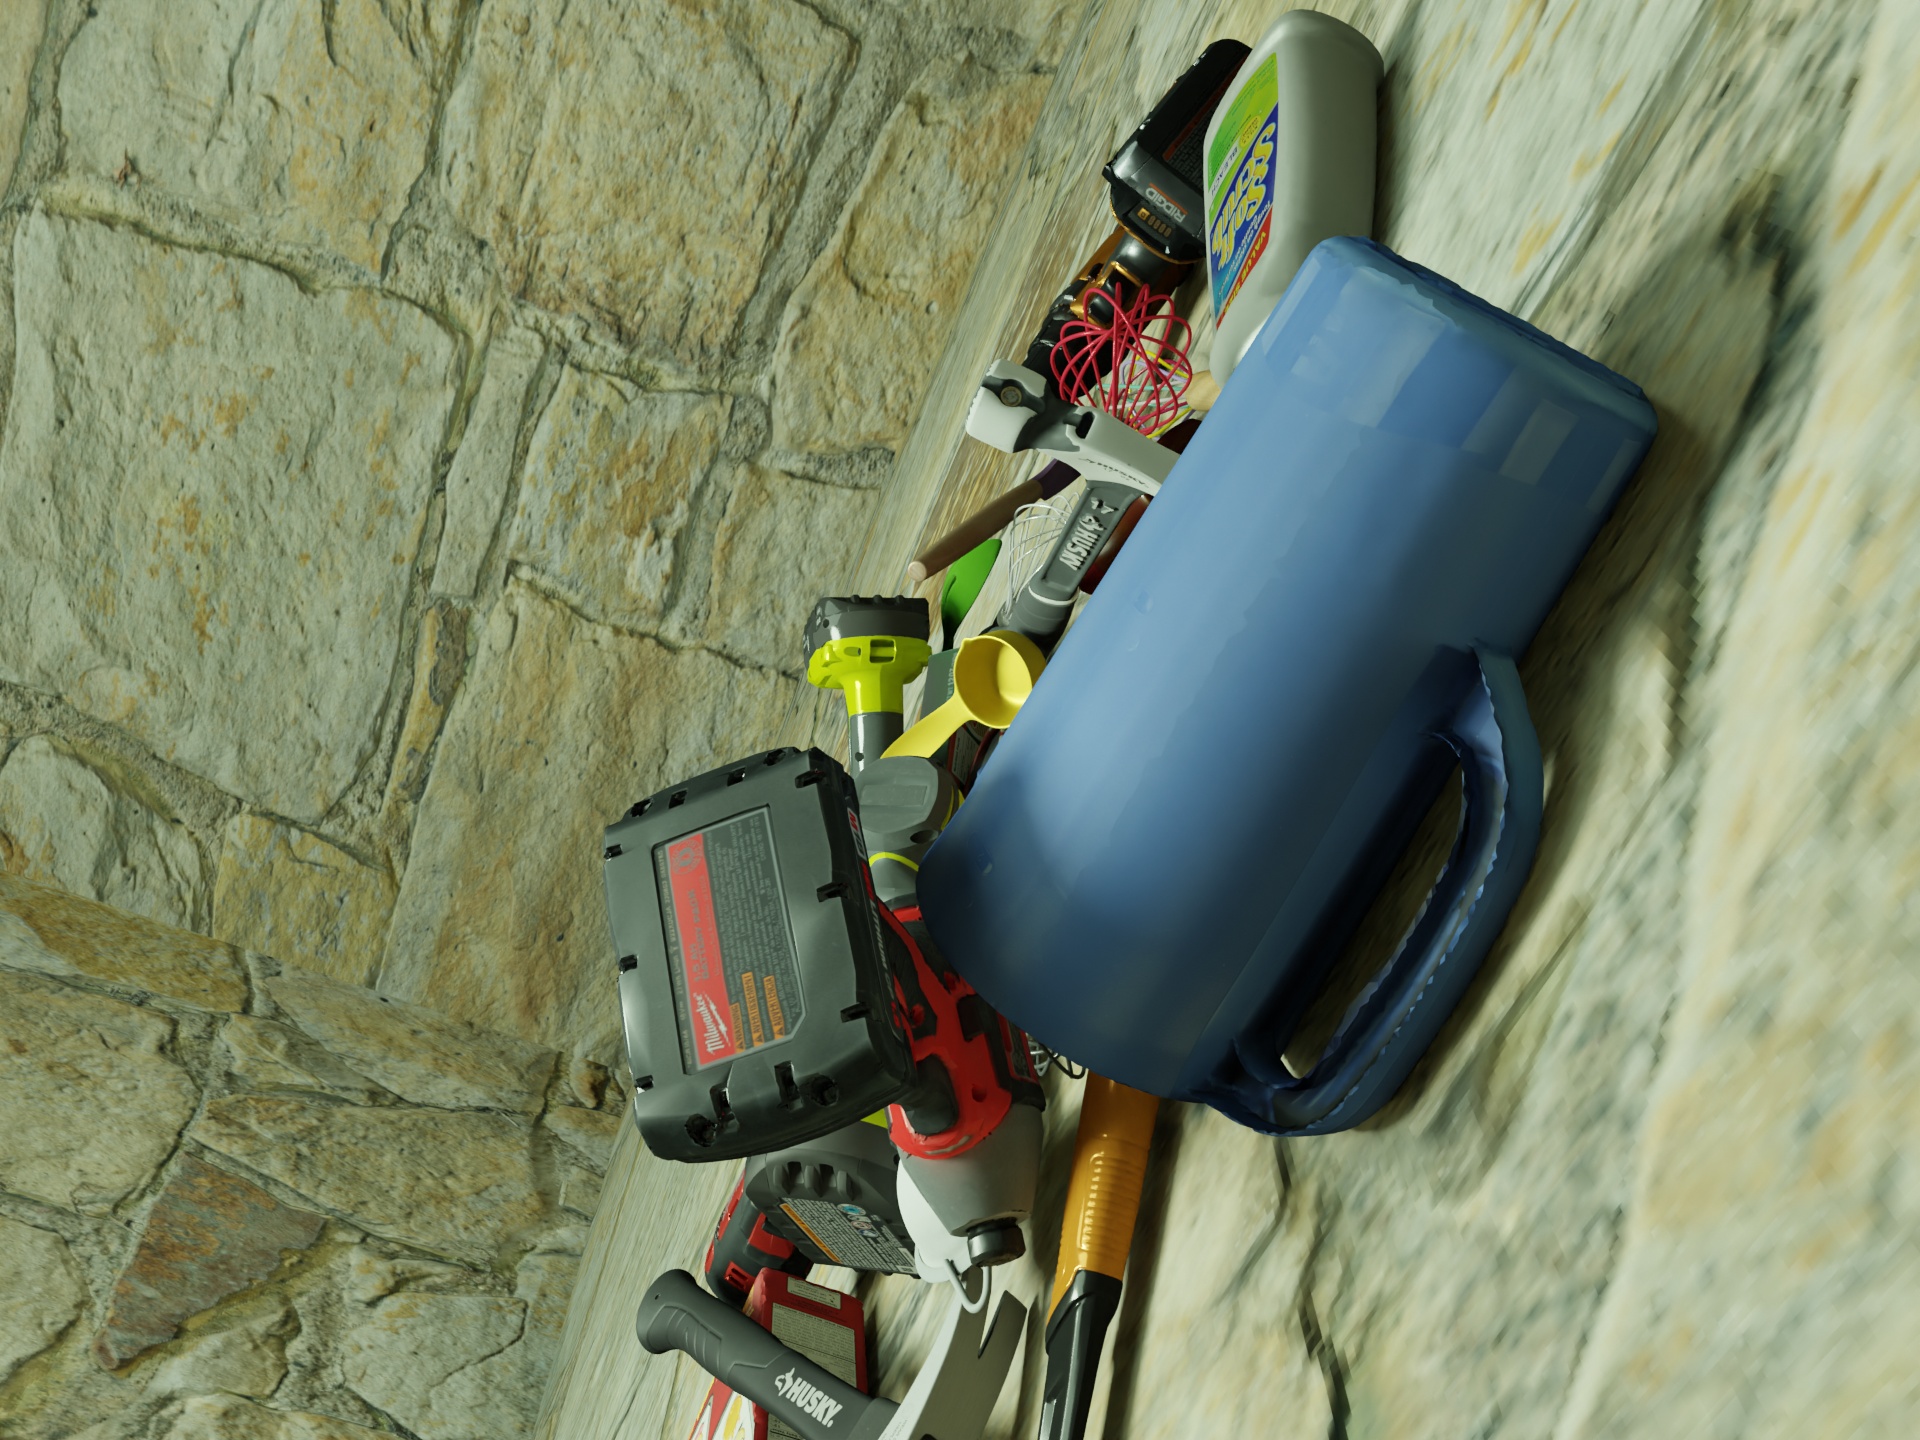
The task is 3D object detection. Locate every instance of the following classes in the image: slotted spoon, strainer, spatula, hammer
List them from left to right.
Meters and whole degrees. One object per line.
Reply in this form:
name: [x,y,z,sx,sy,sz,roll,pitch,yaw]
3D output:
hammer: [-0.086,0.301,0.746,0.146,0.035,0.335,-52,16,-23]
slotted spoon: [-0.026,0.007,1.164,0.070,0.031,0.313,-82,8,-63]
strainer: [0.011,0.165,0.727,0.087,0.050,0.258,-49,7,23]
spatula: [0.039,-0.144,1.025,0.316,0.018,0.059,-43,-16,-57]
hammer: [0.059,-0.076,0.866,0.409,0.149,0.036,115,180,-79]
hammer: [0.047,0.192,0.577,0.127,0.034,0.337,131,157,-60]

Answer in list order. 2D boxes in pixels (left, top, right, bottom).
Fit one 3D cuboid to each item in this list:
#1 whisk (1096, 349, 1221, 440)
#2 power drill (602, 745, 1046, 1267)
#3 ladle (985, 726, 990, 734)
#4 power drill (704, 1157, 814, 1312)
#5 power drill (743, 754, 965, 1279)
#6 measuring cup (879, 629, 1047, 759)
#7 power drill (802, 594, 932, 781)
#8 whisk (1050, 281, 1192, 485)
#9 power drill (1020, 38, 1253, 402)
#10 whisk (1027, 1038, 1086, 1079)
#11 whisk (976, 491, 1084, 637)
whisk: [0.127,-0.187,0.889,0.047,0.051,0.245,-63,14,3]
power drill: [-0.029,0.107,0.545,0.219,0.078,0.143,48,-156,-60]
ladle: [-0.019,0.062,1.201,0.315,0.031,0.069,132,157,-68]
power drill: [-0.081,0.221,0.965,0.227,0.080,0.187,-73,8,-65]
power drill: [-0.026,0.153,0.800,0.171,0.080,0.223,66,-149,-49]
measuring cup: [-0.002,-0.003,0.976,0.029,0.062,0.156,-26,-10,-46]
power drill: [-0.066,0.040,1.119,0.190,0.080,0.228,141,127,-73]
whisk: [0.087,-0.164,0.879,0.295,0.073,0.073,69,-140,-81]
power drill: [0.106,-0.280,0.972,0.185,0.084,0.226,-53,2,-21]
whisk: [0.039,0.103,0.765,0.239,0.055,0.055,-93,26,-74]
whisk: [0.043,-0.082,1.079,0.284,0.070,0.070,126,163,-71]
